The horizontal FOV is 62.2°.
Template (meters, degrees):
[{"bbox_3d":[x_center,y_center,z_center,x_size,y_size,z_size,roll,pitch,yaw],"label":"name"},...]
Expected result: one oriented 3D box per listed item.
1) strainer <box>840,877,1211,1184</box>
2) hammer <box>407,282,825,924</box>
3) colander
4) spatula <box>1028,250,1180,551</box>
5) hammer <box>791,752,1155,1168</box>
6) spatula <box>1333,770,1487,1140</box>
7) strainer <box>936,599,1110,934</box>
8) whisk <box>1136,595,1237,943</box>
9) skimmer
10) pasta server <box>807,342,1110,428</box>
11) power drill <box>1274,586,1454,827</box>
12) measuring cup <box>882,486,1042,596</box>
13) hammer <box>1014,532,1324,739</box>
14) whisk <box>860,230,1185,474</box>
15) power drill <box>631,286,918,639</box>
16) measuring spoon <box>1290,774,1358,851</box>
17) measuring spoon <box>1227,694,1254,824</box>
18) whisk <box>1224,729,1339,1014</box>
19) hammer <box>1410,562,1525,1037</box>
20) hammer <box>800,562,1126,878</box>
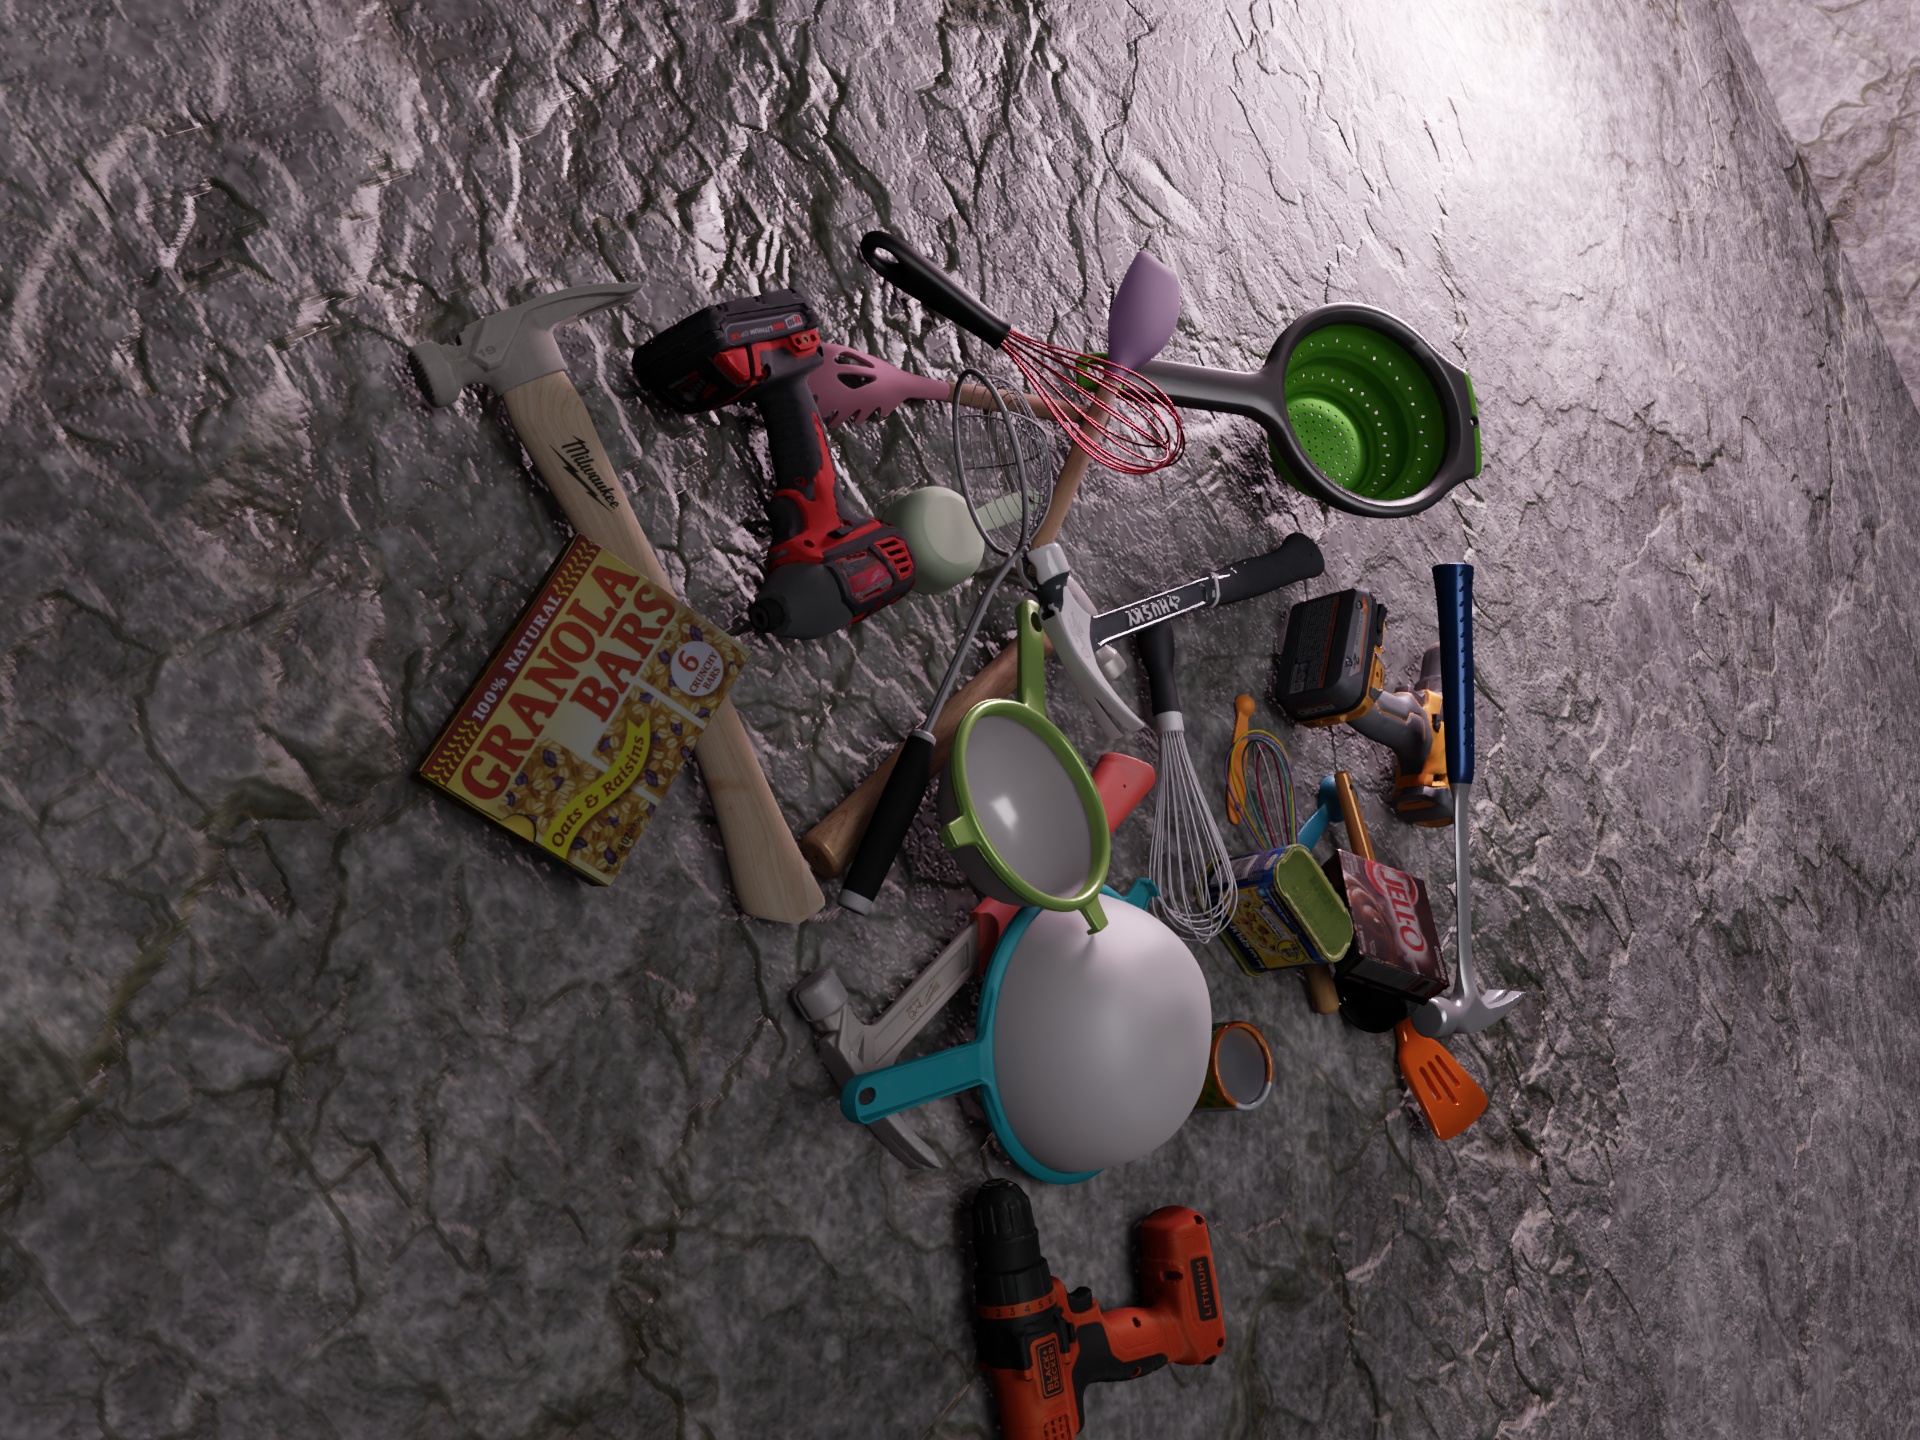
[{"bbox_3d":[0.070,0.218,1.041,0.340,0.095,0.211,-3,90,-50],"label":"strainer"},{"bbox_3d":[-0.178,-0.064,0.982,0.146,0.038,0.410,-29,99,-23],"label":"hammer"},{"bbox_3d":[0.269,-0.269,1.409,0.397,0.094,0.205,3,75,-20],"label":"colander"},{"bbox_3d":[0.114,-0.250,1.282,0.059,0.018,0.316,31,67,-17],"label":"spatula"},{"bbox_3d":[0.038,0.142,1.119,0.359,0.037,0.149,-42,104,-39],"label":"hammer"},{"bbox_3d":[0.378,0.198,1.371,0.081,0.041,0.322,-20,95,-39],"label":"spatula"},{"bbox_3d":[0.030,0.025,1.099,0.151,0.069,0.257,33,42,-33],"label":"strainer"},{"bbox_3d":[0.168,0.034,1.247,0.070,0.070,0.285,7,68,-38],"label":"whisk"},{"bbox_3d":[-0.028,-0.055,1.046,0.090,0.127,0.363,25,77,-10],"label":"skimmer"},{"bbox_3d":[0.002,-0.245,1.211,0.316,0.040,0.060,-2,79,-44],"label":"pasta server"},{"bbox_3d":[0.387,-0.032,1.431,0.226,0.084,0.185,36,57,-32],"label":"power drill"},{"bbox_3d":[0.014,-0.149,1.181,0.167,0.038,0.083,-27,95,-39],"label":"measuring cup"},{"bbox_3d":[0.195,-0.097,1.282,0.409,0.036,0.149,-21,87,-50],"label":"hammer"},{"bbox_3d":[0.048,-0.280,1.212,0.295,0.073,0.073,33,57,-11],"label":"whisk"},{"bbox_3d":[-0.120,-0.161,1.046,0.143,0.078,0.219,-32,102,-49],"label":"power drill"},{"bbox_3d":[0.312,0.091,1.368,0.042,0.021,0.129,56,50,-13],"label":"measuring spoon"},{"bbox_3d":[0.236,0.031,1.330,0.021,0.011,0.117,24,63,-32],"label":"measuring spoon"},{"bbox_3d":[0.274,0.124,1.309,0.047,0.051,0.245,-22,97,-45],"label":"whisk"},{"bbox_3d":[0.438,0.067,1.387,0.144,0.035,0.405,5,83,-44],"label":"hammer"},{"bbox_3d":[-0.002,-0.004,1.132,0.331,0.031,0.130,-44,106,-38],"label":"hammer"}]
